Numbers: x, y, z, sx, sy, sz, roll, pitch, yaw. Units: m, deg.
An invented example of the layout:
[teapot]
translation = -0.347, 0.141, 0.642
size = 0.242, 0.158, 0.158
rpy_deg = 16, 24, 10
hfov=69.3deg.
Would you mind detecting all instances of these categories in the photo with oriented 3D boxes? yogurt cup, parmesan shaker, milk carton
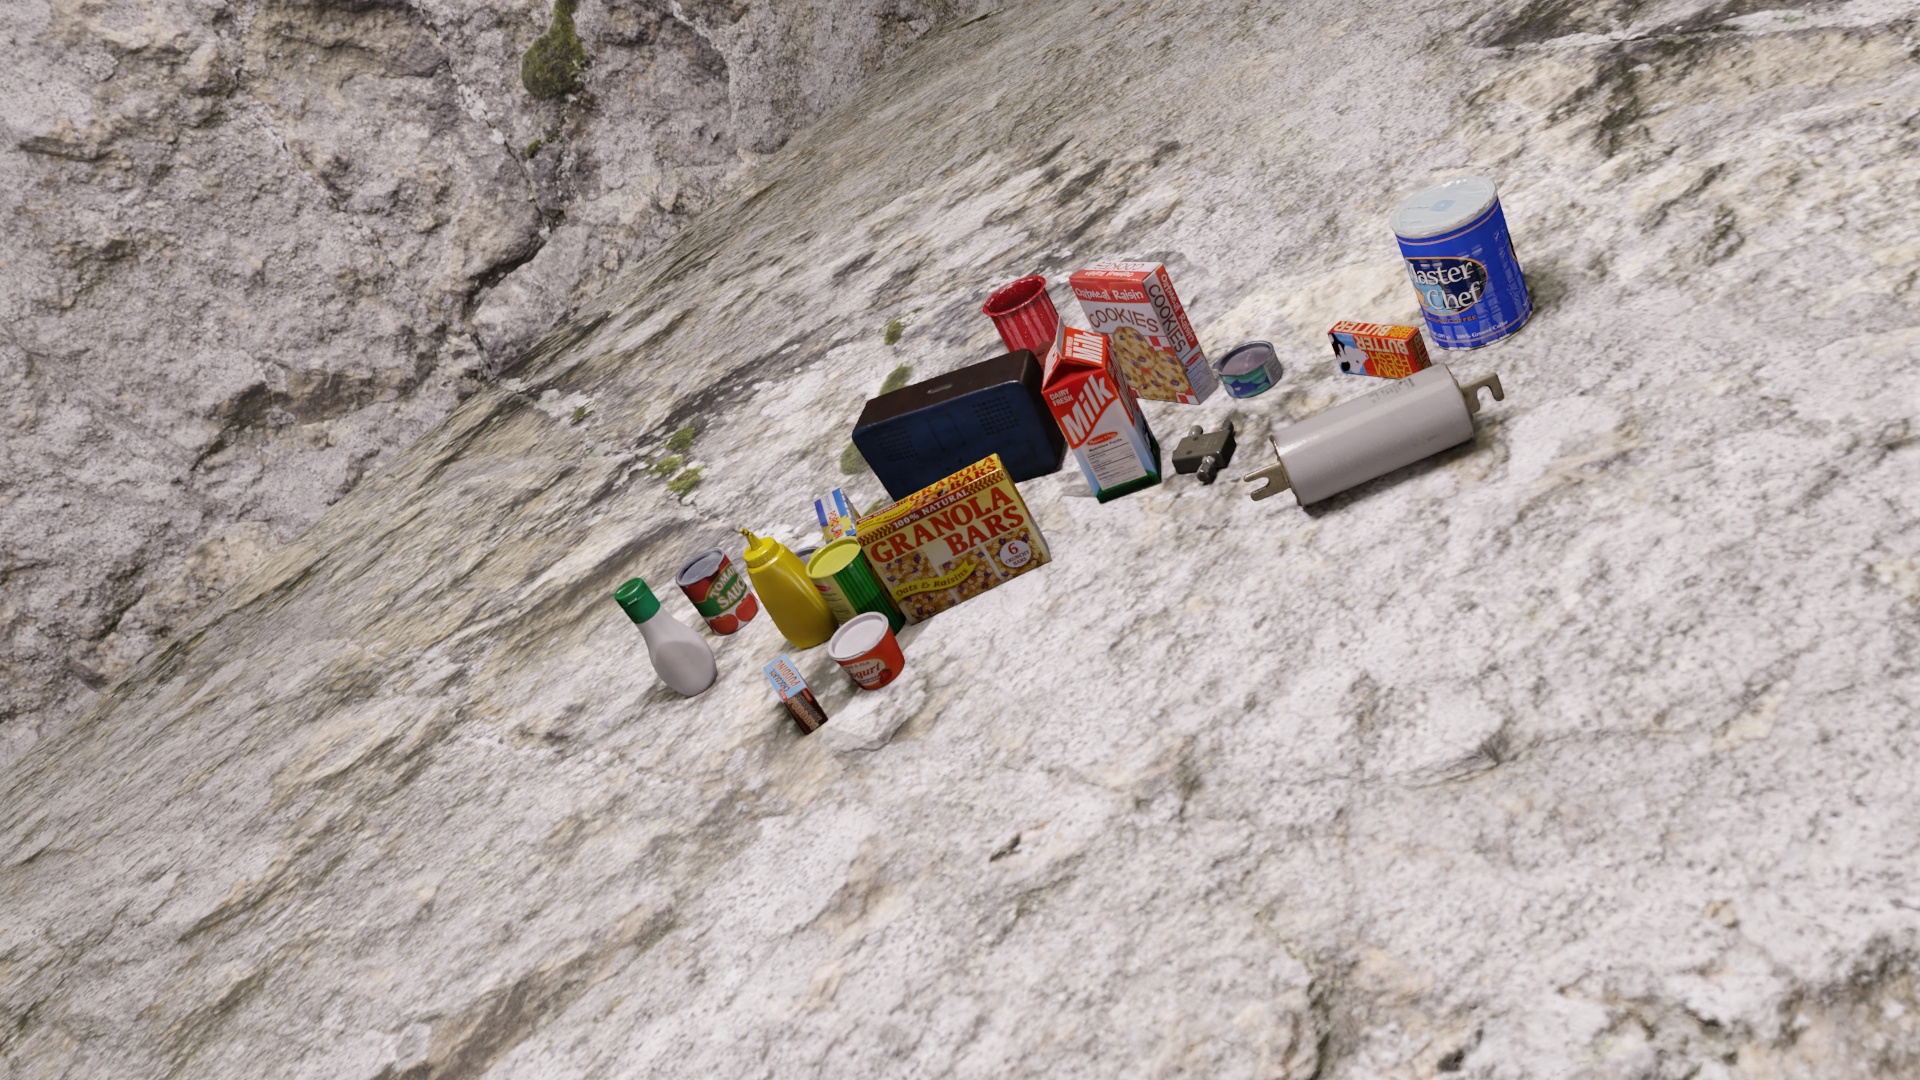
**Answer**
[yogurt cup]
translation = -0.092, 0.114, 1.405
size = 0.072, 0.053, 0.073
rpy_deg = -23, 30, 14
[parmesan shaker]
translation = -0.110, 0.055, 1.464
size = 0.071, 0.102, 0.072
rpy_deg = -23, 30, 14
[milk carton]
translation = 0.140, -0.141, 1.449
size = 0.073, 0.190, 0.073
rpy_deg = -20, 30, 19

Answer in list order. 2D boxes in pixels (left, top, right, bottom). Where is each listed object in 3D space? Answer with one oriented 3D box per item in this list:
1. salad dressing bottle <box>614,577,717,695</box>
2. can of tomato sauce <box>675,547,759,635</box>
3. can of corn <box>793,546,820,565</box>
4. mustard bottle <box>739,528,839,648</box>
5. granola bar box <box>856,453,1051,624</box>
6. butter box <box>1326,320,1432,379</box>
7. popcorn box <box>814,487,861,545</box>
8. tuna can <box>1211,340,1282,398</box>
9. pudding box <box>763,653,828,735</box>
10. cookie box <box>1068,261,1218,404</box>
[salad dressing bottle]
translation = -0.327, 0.106, 1.537
size = 0.064, 0.147, 0.044
rpy_deg = -30, 29, 2
[can of tomato sauce]
translation = -0.284, 0.061, 1.636
size = 0.071, 0.082, 0.071
rpy_deg = -23, 30, 14
[can of corn]
translation = -0.169, 0.049, 1.574
size = 0.071, 0.058, 0.071
rpy_deg = -23, 30, 14
[mustard bottle]
translation = -0.191, 0.044, 1.497
size = 0.065, 0.159, 0.049
rpy_deg = -23, 29, 13
[granola bar box]
translation = -0.007, 0.000, 1.433
size = 0.165, 0.123, 0.039
rpy_deg = -25, 29, 9
[butter box]
translation = 0.425, -0.193, 1.410
size = 0.024, 0.053, 0.103
rpy_deg = -42, 31, -19
[popcorn box]
translation = -0.123, 0.004, 1.574
size = 0.038, 0.085, 0.127
rpy_deg = -30, 29, 2
[tuna can]
translation = 0.315, -0.187, 1.524
size = 0.071, 0.032, 0.071
rpy_deg = -23, 30, 14
[pudding box]
translation = -0.169, 0.155, 1.415
size = 0.030, 0.049, 0.084
rpy_deg = -35, 29, -7
[cookie box]
translation = 0.204, -0.233, 1.559
size = 0.040, 0.167, 0.123
rpy_deg = -43, 31, -22
